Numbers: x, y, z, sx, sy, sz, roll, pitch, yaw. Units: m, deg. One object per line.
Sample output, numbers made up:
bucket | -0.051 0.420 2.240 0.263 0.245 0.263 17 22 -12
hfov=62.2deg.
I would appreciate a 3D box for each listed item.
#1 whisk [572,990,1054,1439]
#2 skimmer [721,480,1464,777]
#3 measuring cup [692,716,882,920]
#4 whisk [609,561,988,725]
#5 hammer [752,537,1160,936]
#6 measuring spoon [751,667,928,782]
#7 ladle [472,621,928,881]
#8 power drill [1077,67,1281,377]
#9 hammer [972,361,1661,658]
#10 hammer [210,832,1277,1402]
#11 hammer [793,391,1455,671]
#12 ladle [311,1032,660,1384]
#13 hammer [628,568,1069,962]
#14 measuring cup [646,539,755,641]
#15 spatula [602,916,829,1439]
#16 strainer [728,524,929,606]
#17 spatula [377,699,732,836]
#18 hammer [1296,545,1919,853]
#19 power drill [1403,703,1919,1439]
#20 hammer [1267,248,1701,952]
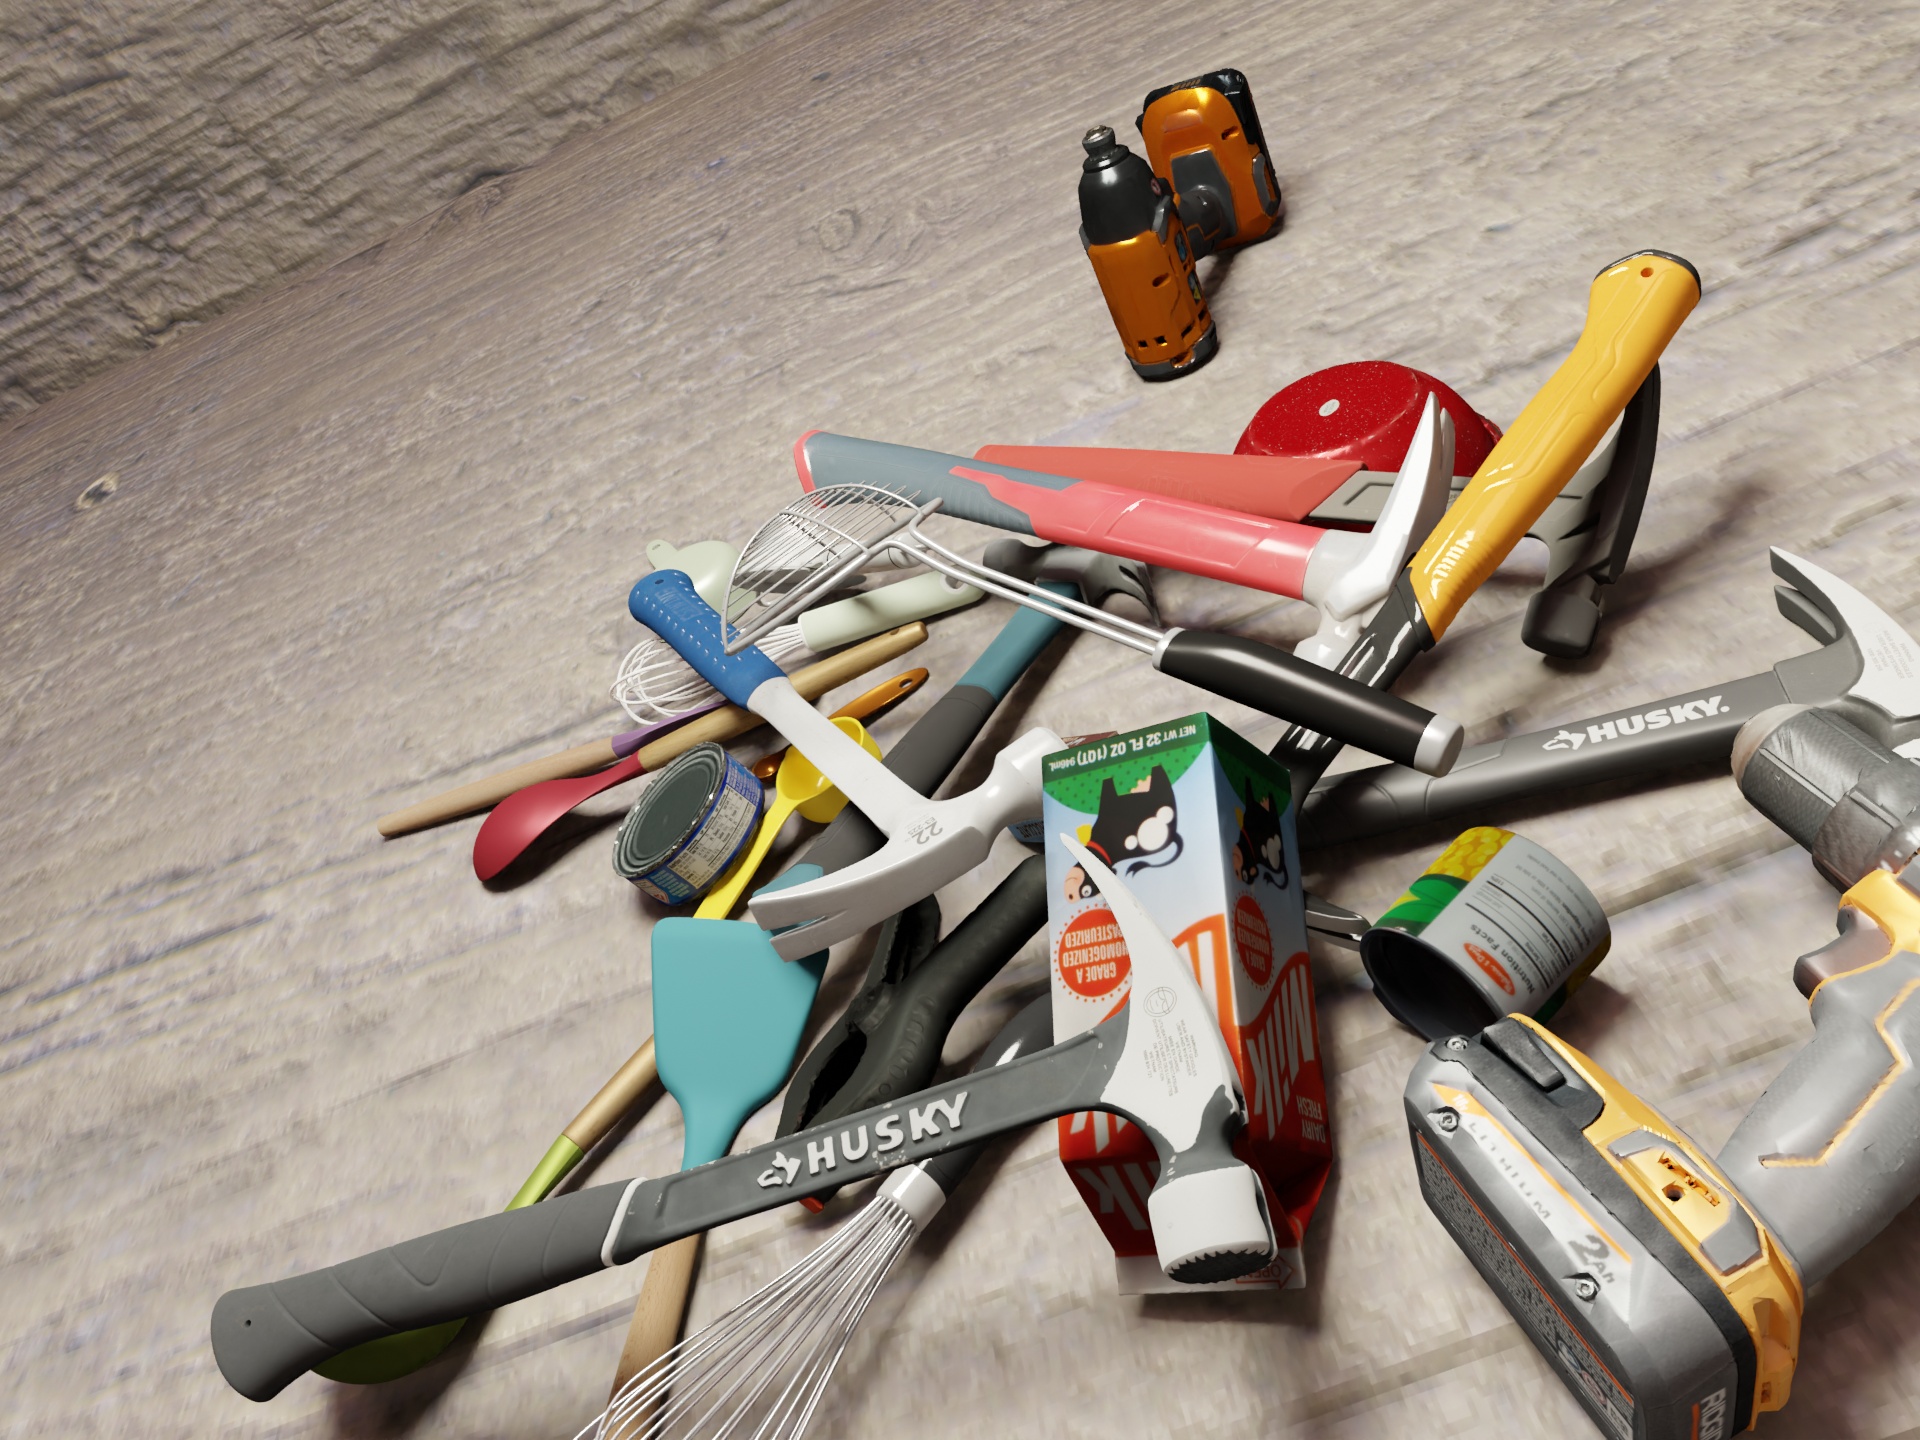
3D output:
whisk | -0.038 0.201 0.585 0.070 0.070 0.285 12 46 44
skimmer | 0.040 -0.028 0.695 0.363 0.090 0.127 23 48 31
measuring cup | -0.094 0.067 0.830 0.062 0.029 0.156 13 63 51
whisk | -0.100 -0.050 0.967 0.246 0.059 0.058 -17 72 10
hammer | -0.001 -0.003 0.810 0.128 0.033 0.331 2 37 36
measuring spoon | -0.066 0.003 0.902 0.117 0.011 0.021 -32 34 -12
ladle | -0.156 0.014 0.895 0.315 0.031 0.069 -24 28 18
power drill | 0.146 -0.361 1.093 0.084 0.164 0.227 -5 38 32
hammer | 0.158 -0.126 0.807 0.359 0.036 0.149 11 81 38
hammer | -0.101 0.165 0.557 0.409 0.036 0.149 -21 55 17
hammer | 0.061 -0.124 0.829 0.387 0.038 0.143 19 85 38
ladle | -0.164 0.163 0.720 0.320 0.062 0.078 -46 18 -29
hammer | -0.098 -0.007 0.805 0.144 0.035 0.406 -33 31 -13
measuring cup | -0.198 -0.109 1.112 0.083 0.038 0.168 -35 36 -10
spatula | -0.118 0.214 0.628 0.082 0.044 0.318 7 42 2
strainer | -0.072 -0.095 0.935 0.086 0.050 0.258 0 2 -26
spatula | -0.231 0.024 0.971 0.316 0.018 0.059 -18 -5 20
hammer | 0.213 0.020 0.658 0.335 0.035 0.146 -15 37 19
power drill | 0.247 0.092 0.485 0.226 0.084 0.186 -28 42 -6
hammer | 0.209 -0.062 0.656 0.127 0.034 0.337 30 78 42
